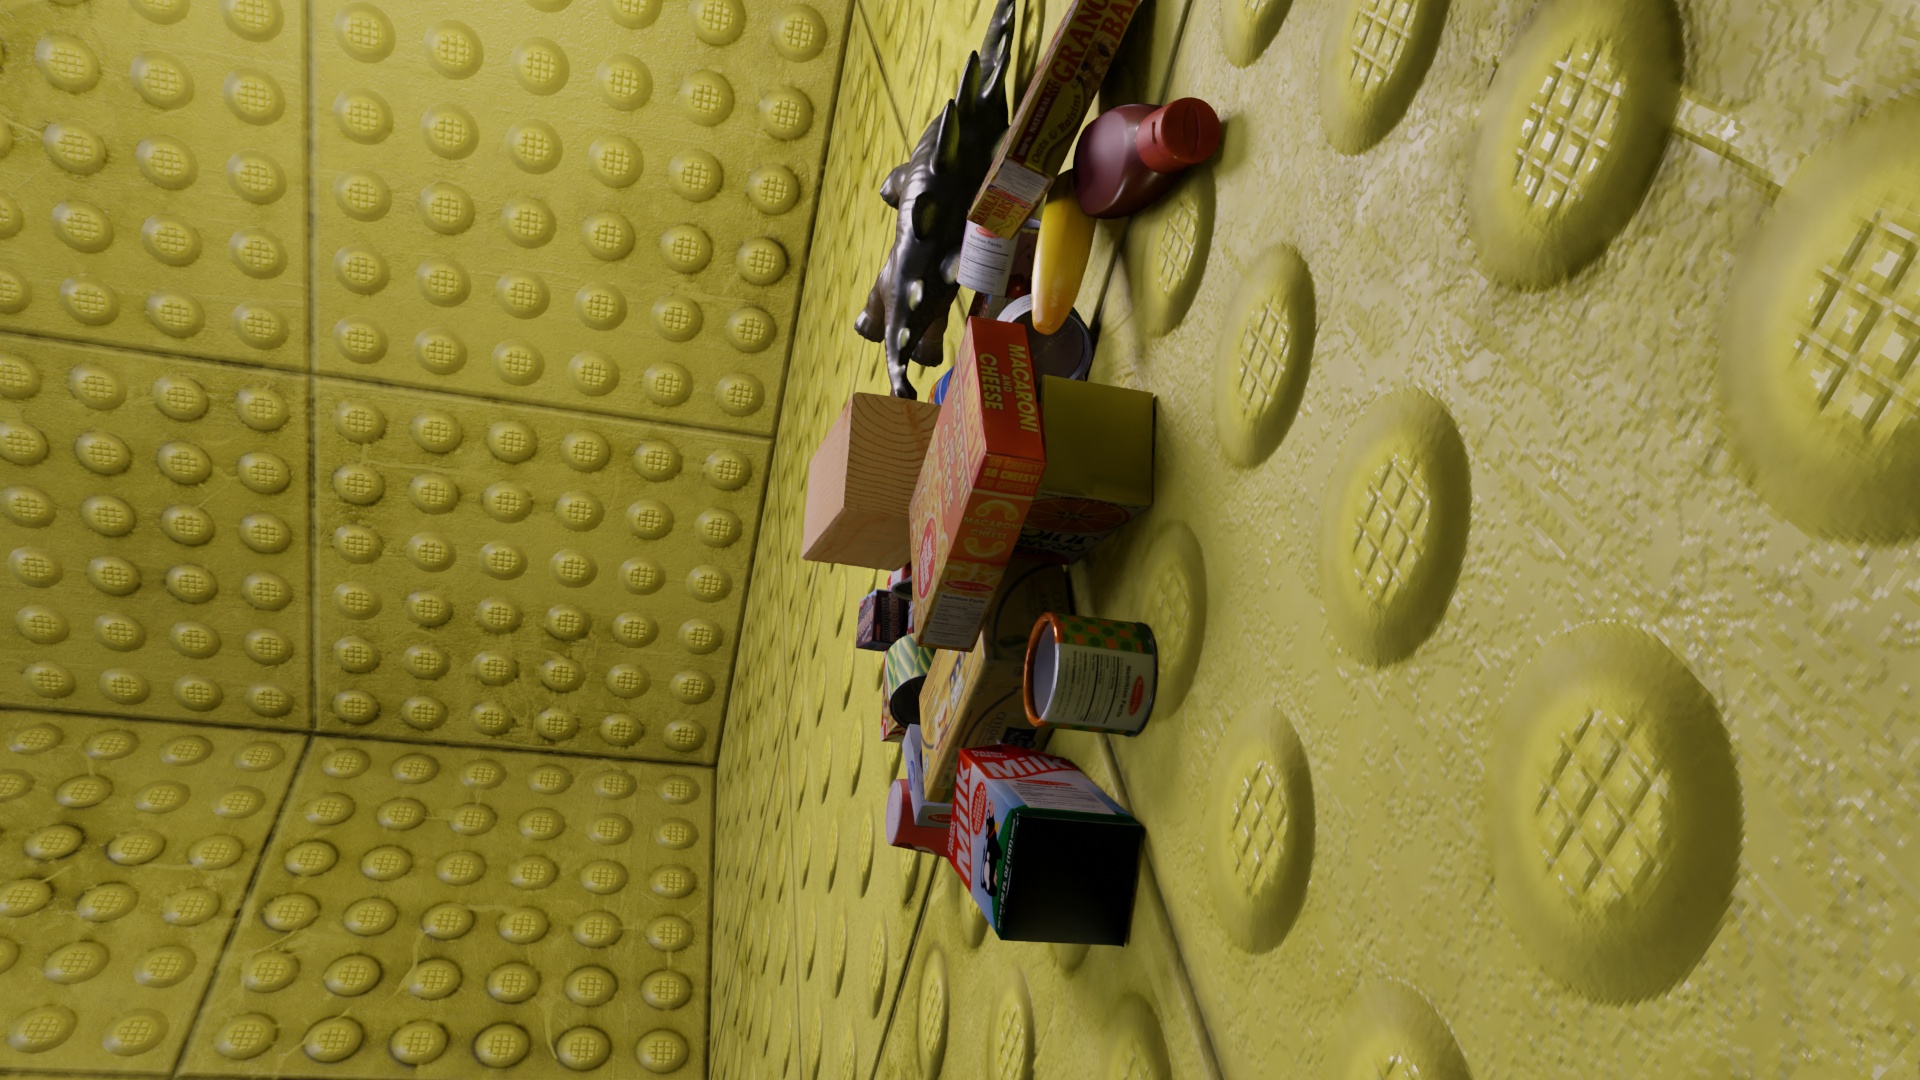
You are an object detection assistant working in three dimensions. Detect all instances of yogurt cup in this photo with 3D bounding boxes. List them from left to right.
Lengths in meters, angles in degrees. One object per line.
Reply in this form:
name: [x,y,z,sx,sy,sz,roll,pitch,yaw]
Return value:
yogurt cup: [-0.031,0.228,1.153,0.072,0.054,0.072,-171,88,-76]

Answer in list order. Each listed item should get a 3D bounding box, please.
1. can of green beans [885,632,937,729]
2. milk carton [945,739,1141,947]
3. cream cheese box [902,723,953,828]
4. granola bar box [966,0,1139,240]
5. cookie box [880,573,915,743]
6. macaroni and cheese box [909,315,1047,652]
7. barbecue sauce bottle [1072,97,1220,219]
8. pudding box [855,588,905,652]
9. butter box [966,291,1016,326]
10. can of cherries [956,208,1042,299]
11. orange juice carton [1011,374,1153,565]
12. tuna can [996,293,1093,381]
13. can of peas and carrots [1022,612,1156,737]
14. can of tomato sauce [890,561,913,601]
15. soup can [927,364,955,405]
can of green beans: [-0.029,0.120,1.179,0.058,0.071,0.071,-100,22,-53]
milk carton: [0.040,0.175,0.837,0.190,0.073,0.072,-155,72,-77]
cream cheese box: [-0.014,0.188,1.103,0.104,0.053,0.024,-106,29,-60]
granola bar box: [0.066,-0.301,0.953,0.166,0.039,0.124,-65,8,-11]
cookie box: [-0.041,0.095,1.301,0.122,0.040,0.168,127,147,-65]
macaroni and cheese box: [0.007,-0.033,0.844,0.124,0.040,0.165,-95,18,-44]
barbecue sauce bottle: [0.109,-0.232,0.832,0.148,0.044,0.064,-156,65,-76]
pudding box: [-0.075,0.075,1.294,0.083,0.030,0.050,148,128,-73]
butter box: [0.029,-0.207,1.201,0.103,0.024,0.053,113,160,-50]
can of cherries: [0.035,-0.229,1.106,0.072,0.071,0.058,-114,32,-65]
orange juice carton: [0.055,-0.035,0.892,0.192,0.072,0.073,136,140,-69]
tuna can: [0.058,-0.133,0.957,0.033,0.071,0.070,-105,26,-61]
can of peas and carrots: [0.071,0.076,0.791,0.071,0.059,0.071,-171,88,-77]
can of tomato sauce: [-0.026,0.006,1.233,0.071,0.071,0.083,127,147,-65]
soup can: [0.014,-0.117,1.128,0.083,0.071,0.071,161,116,-76]
